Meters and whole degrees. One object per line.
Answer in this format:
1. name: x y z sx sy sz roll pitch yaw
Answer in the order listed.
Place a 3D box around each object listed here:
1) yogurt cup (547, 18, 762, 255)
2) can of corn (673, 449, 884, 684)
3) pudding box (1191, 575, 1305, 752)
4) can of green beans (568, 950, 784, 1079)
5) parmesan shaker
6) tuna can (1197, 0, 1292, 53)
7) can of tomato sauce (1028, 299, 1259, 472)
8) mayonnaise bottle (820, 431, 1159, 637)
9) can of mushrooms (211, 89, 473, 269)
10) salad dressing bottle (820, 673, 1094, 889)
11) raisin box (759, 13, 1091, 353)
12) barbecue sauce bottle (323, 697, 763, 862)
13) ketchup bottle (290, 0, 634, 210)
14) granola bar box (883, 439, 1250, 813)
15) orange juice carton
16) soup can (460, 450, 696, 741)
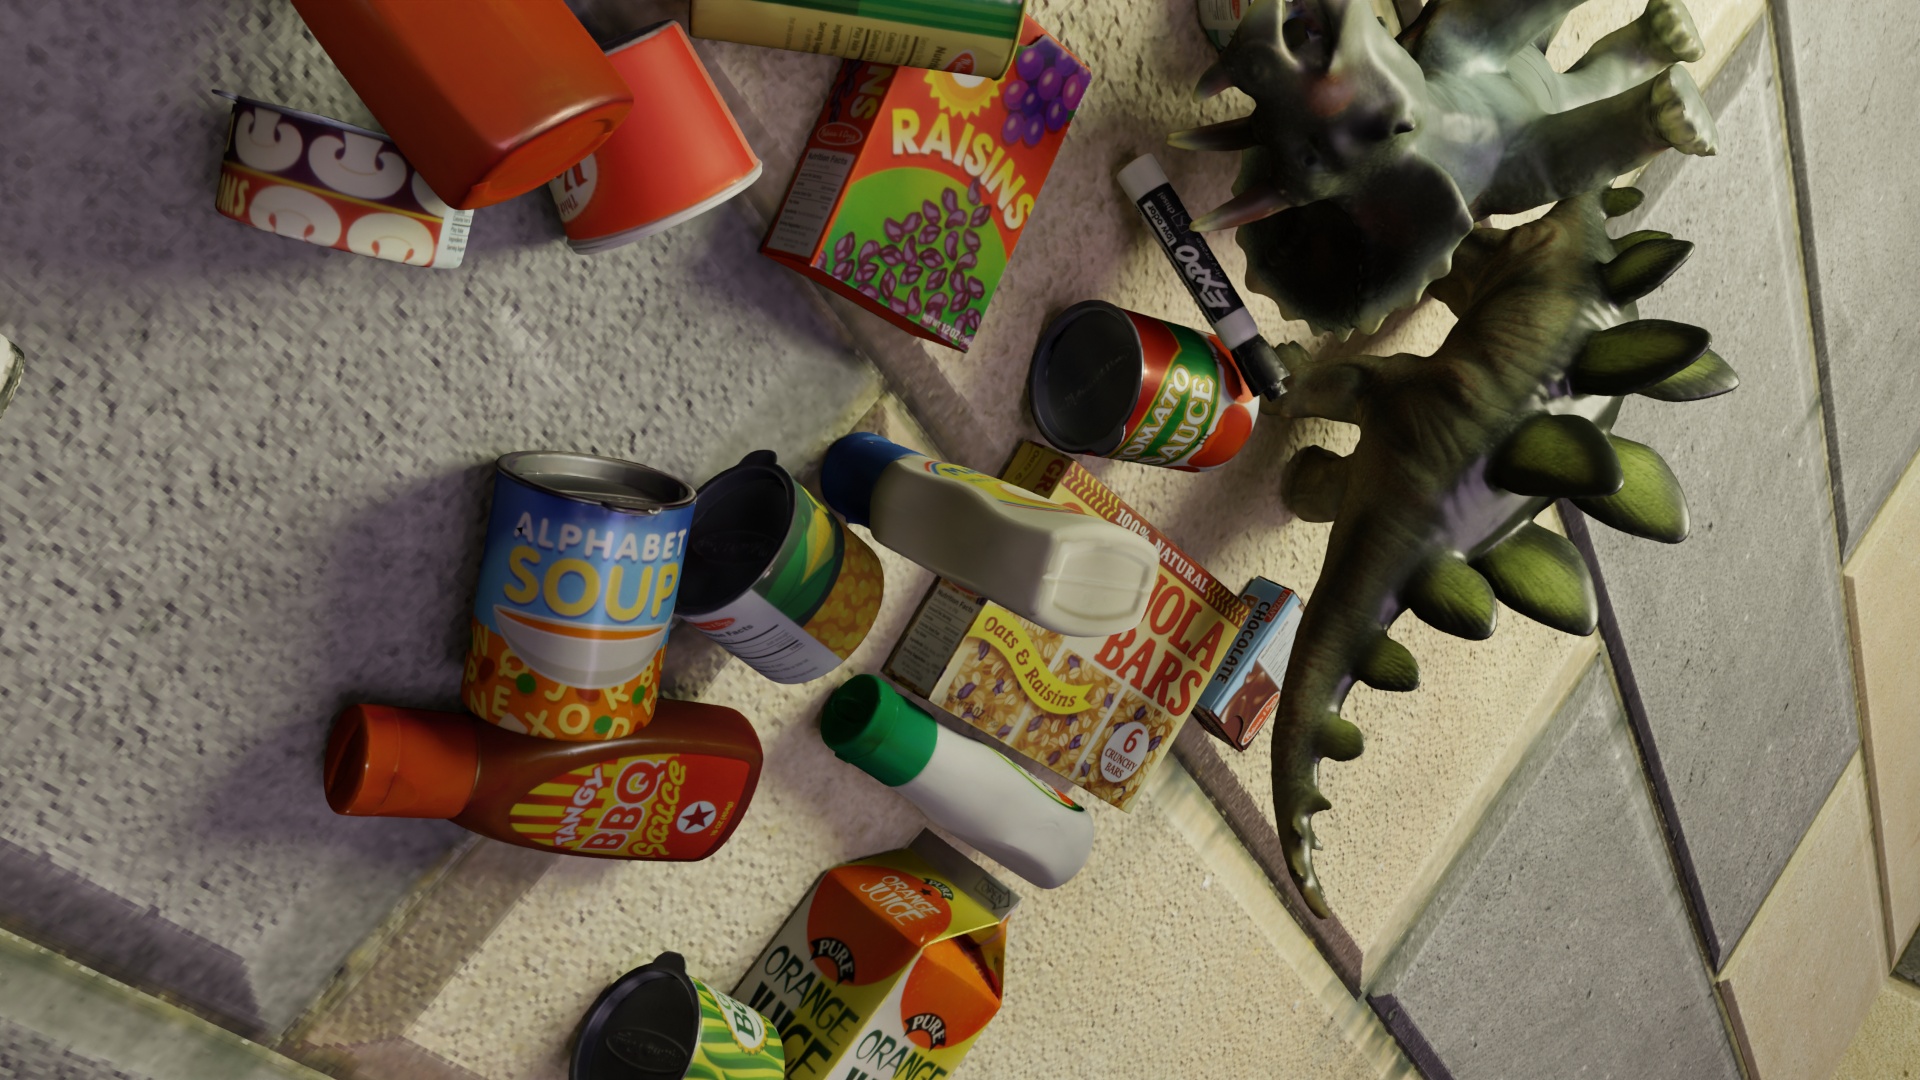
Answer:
1. yogurt cup: -0.104 -0.129 0.441 0.073 0.072 0.053 -35 119 -25
2. can of corn: -0.070 0.011 0.523 0.071 0.071 0.058 -54 133 -9
3. pudding box: 0.159 0.068 0.763 0.084 0.030 0.049 -53 133 -11
4. can of green beans: -0.114 0.214 0.566 0.071 0.071 0.057 -53 132 -11
5. parmesan shaker: -0.033 -0.189 0.445 0.103 0.071 0.071 4 106 -12
6. tuna can: 0.141 -0.248 0.620 0.071 0.033 0.070 -16 117 -35
7. can of tomato sauce: 0.084 -0.065 0.619 0.083 0.071 0.071 6 103 -42
8. mayonnaise bottle: 0.002 -0.007 0.519 0.065 0.148 0.041 9 101 -42
9. can of mushrooms: -0.174 -0.101 0.391 0.071 0.071 0.033 7 104 -41
10. salad dressing bottle: 0.000 0.110 0.627 0.147 0.064 0.044 39 76 -35
11. raisin box: -0.011 -0.146 0.528 0.086 0.040 0.123 24 90 -42
12. barbecue sauce bottle: -0.147 0.084 0.500 0.148 0.044 0.064 14 114 -42
13. ketchup bottle: -0.153 -0.160 0.358 0.148 0.043 0.065 53 39 -9
14. granola bar box: 0.056 0.046 0.661 0.165 0.039 0.124 36 84 -42
15. orange juice carton: -0.053 0.220 0.616 0.193 0.072 0.073 -52 132 -11
16. soup can: -0.129 0.019 0.471 0.071 0.071 0.083 3 106 -41
